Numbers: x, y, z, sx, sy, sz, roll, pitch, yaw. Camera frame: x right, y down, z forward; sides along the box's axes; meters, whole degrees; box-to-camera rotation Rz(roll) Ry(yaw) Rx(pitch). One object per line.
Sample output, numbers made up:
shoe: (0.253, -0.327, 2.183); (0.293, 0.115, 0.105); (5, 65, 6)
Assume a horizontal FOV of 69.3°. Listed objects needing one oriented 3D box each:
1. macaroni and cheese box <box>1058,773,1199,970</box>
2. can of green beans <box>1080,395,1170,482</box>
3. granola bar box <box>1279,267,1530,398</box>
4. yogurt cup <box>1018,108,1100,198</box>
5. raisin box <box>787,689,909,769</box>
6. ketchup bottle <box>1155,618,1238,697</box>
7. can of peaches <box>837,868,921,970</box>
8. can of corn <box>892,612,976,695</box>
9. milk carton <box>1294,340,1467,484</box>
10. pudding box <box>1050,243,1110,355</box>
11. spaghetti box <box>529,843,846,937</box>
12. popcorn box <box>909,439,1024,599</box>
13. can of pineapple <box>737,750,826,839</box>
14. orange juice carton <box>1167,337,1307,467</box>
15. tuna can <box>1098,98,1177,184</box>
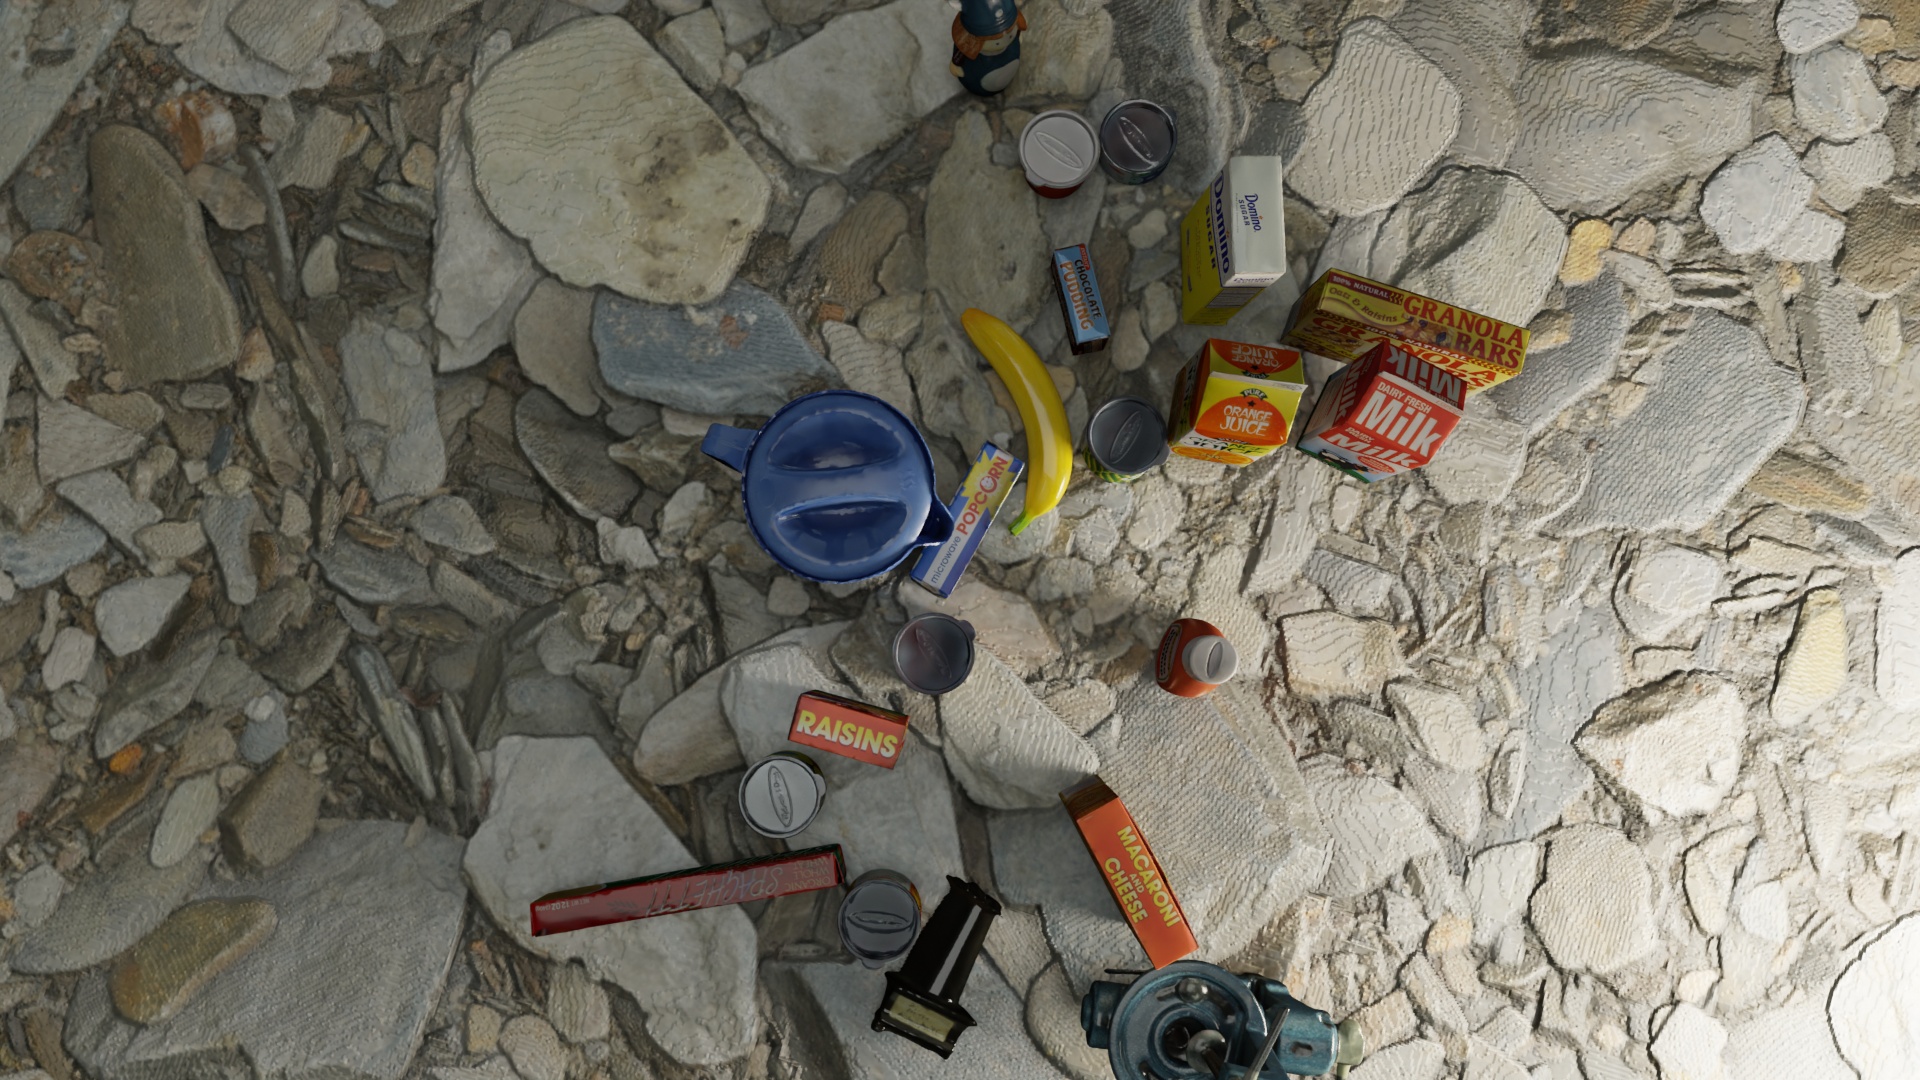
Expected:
macaroni and cheese box: (0.127, 0.250, 1.074); (0.040, 0.166, 0.123); (-28, 87, -3)
can of green beans: (0.135, -0.084, 1.156); (0.071, 0.058, 0.071); (0, 85, -1)
granola bar box: (0.359, -0.167, 1.134); (0.166, 0.124, 0.039); (18, 86, 1)
yogurt cup: (0.082, -0.324, 1.178); (0.072, 0.054, 0.072); (0, 85, -1)
raisin box: (-0.086, 0.148, 1.100); (0.086, 0.123, 0.040); (16, 86, 0)
ketchup bottle: (0.187, 0.093, 1.097); (0.043, 0.148, 0.065); (15, 86, 0)
can of peaches: (-0.065, 0.304, 1.120); (0.071, 0.058, 0.071); (0, 85, -1)
can of corn: (-0.020, 0.091, 1.139); (0.071, 0.058, 0.071); (0, 85, -1)
milk carton: (0.334, -0.101, 1.094); (0.072, 0.190, 0.073); (26, 86, 1)
pudding box: (0.101, -0.202, 1.170); (0.030, 0.049, 0.083); (-14, 86, -2)
spaghetti box: (-0.217, 0.282, 1.124); (0.250, 0.050, 0.028); (-9, 86, -2)
popcorn box: (0.004, -0.014, 1.135); (0.038, 0.085, 0.127); (30, 86, 1)
can of pineapple: (-0.142, 0.205, 1.127); (0.071, 0.058, 0.071); (0, 85, -1)
orange juice carton: (0.214, -0.109, 1.092); (0.072, 0.192, 0.073); (10, 86, 0)
tuna can: (0.153, -0.343, 1.191); (0.071, 0.033, 0.071); (0, 85, -1)
